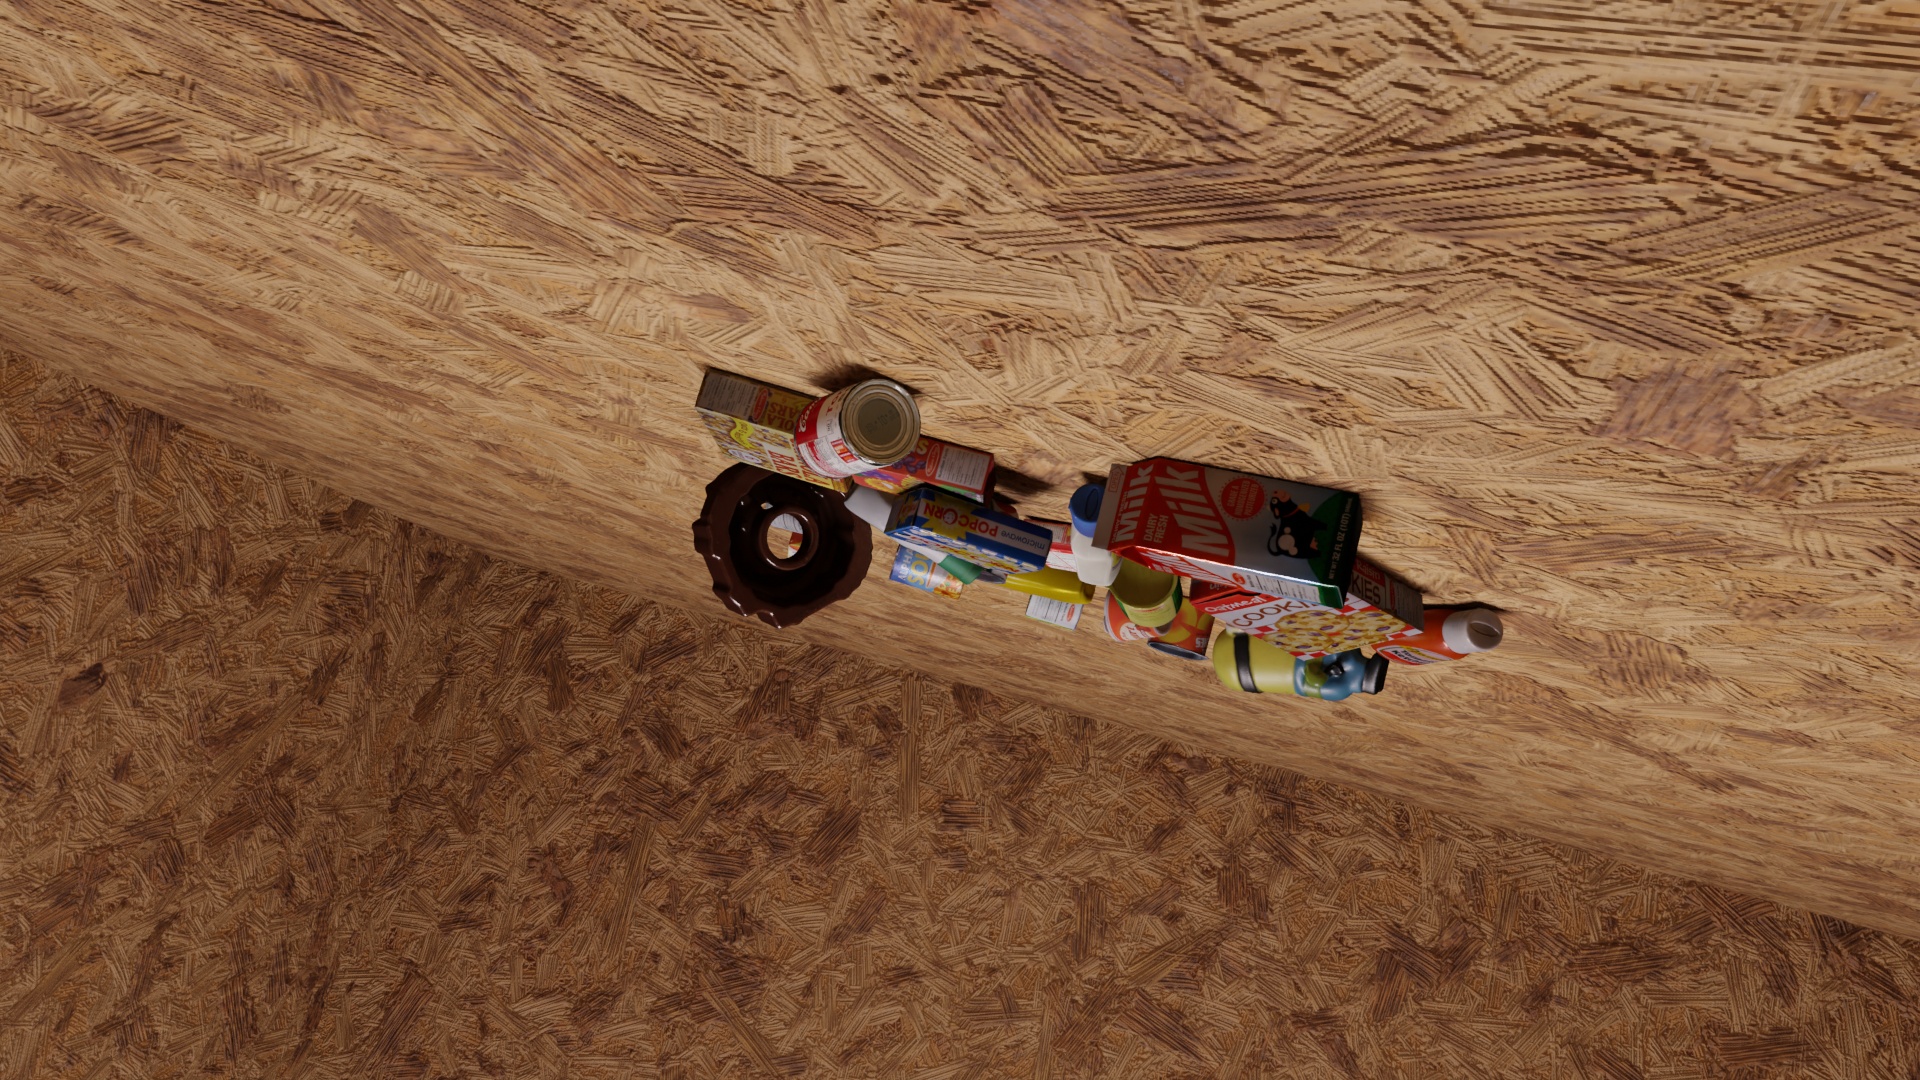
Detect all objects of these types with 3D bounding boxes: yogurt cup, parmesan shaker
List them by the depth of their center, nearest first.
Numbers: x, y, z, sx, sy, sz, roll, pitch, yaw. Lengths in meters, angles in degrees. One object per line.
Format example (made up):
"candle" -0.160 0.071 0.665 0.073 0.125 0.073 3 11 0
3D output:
"parmesan shaker" 0.177 0.043 1.346 0.071 0.071 0.103 14 170 14
"yogurt cup" 0.195 0.076 1.504 0.054 0.072 0.072 -2 160 37

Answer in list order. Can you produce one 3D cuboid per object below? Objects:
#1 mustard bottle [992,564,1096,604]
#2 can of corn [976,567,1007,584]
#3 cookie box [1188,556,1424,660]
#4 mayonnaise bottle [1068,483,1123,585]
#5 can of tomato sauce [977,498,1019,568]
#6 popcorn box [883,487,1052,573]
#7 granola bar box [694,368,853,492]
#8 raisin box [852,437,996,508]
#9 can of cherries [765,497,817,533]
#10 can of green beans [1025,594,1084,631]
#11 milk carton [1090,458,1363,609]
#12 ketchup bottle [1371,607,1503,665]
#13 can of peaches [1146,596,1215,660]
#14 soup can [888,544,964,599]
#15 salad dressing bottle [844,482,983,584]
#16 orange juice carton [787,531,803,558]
"mustard bottle" 0.066 0.030 1.499 0.160 0.049 0.065 13 168 22
"can of corn" 0.020 0.007 1.423 0.071 0.058 0.071 16 169 3
"cookie box" 0.296 0.051 1.186 0.167 0.040 0.122 25 149 -37
"mayonnaise bottle" 0.117 -0.008 1.196 0.041 0.065 0.147 11 165 12
"can of tomato sauce" 0.005 -0.016 1.307 0.083 0.071 0.071 21 168 -28
"popcorn box" 0.007 -0.007 1.215 0.127 0.038 0.085 18 171 -17
"granola bar box" -0.158 -0.095 1.226 0.124 0.039 0.165 17 169 2
"raisin box" -0.033 -0.062 1.205 0.123 0.040 0.086 14 170 6
"can of cherries" -0.161 -0.040 1.447 0.058 0.071 0.071 13 169 21
"can of green beans" 0.109 0.062 1.555 0.058 0.071 0.071 17 169 2
"milk carton" 0.195 -0.009 1.035 0.190 0.072 0.073 11 168 21
"ketchup bottle" 0.427 0.084 1.239 0.065 0.043 0.148 18 169 -8
"can of peaches" 0.248 0.097 1.540 0.071 0.058 0.071 16 168 3
"soup can" -0.033 0.025 1.576 0.084 0.071 0.071 16 169 -1
"salad dressing bottle" -0.042 -0.012 1.351 0.147 0.044 0.064 35 -162 -11
"orange juice carton" -0.150 -0.010 1.564 0.073 0.072 0.192 17 170 -5
